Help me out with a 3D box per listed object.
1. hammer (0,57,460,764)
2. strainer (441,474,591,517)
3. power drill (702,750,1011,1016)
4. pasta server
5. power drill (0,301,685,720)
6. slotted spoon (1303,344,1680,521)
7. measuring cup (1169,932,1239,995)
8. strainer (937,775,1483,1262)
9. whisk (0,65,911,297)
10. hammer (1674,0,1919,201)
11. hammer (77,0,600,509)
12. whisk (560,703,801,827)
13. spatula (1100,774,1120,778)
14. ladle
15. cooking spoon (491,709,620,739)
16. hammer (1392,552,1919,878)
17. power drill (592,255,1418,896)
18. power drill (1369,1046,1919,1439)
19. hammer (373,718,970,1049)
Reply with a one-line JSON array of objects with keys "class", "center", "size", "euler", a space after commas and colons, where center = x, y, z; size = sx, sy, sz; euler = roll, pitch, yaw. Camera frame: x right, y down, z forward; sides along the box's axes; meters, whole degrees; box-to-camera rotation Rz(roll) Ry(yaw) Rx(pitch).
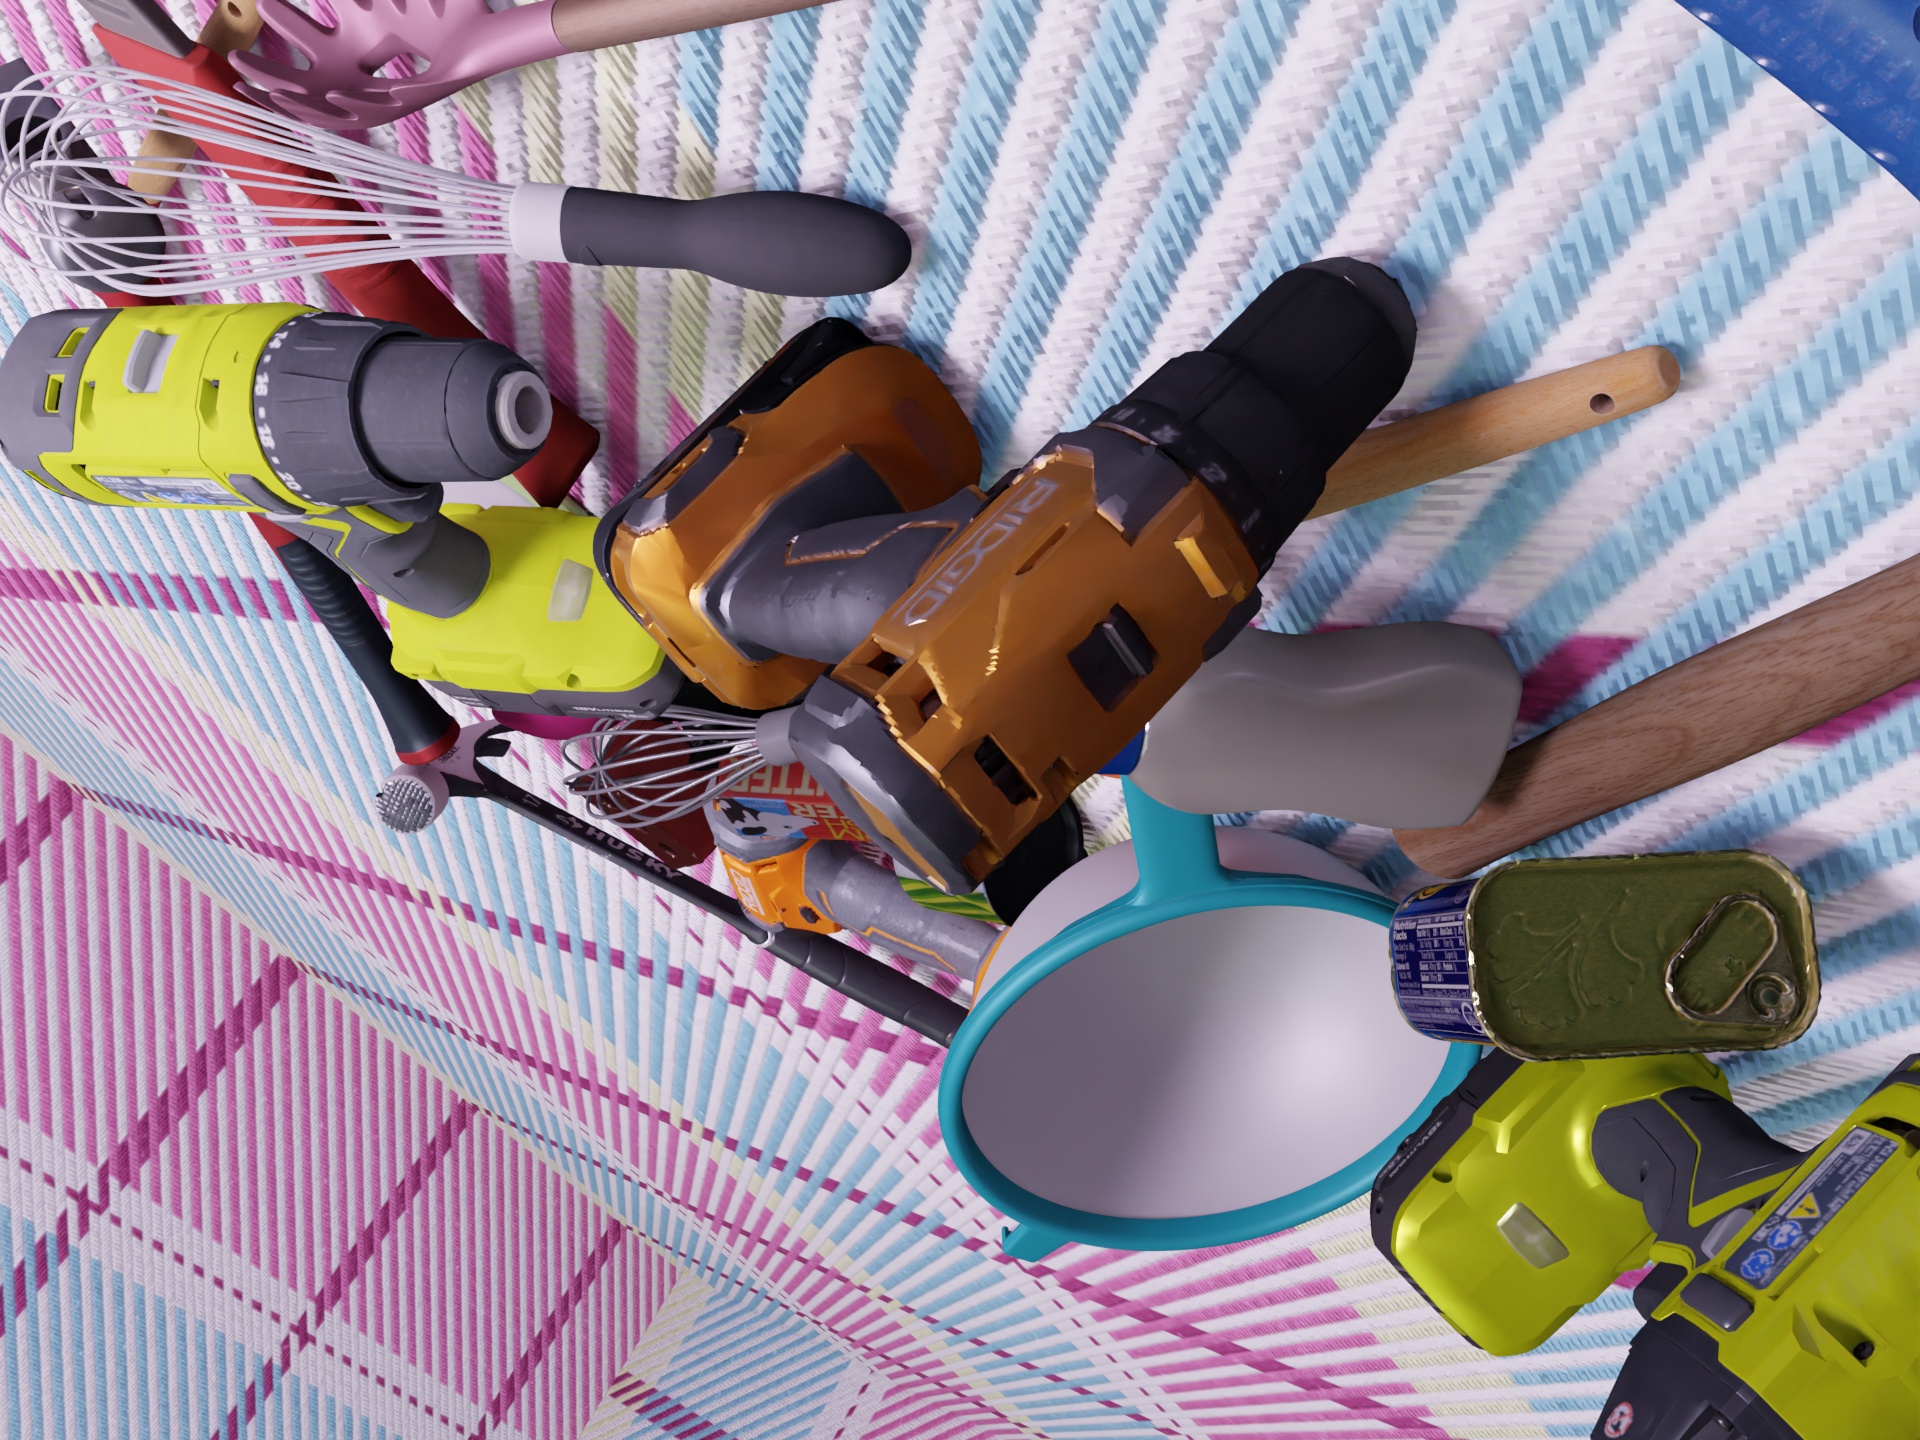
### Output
[{"class": "hammer", "center": [-0.322, -0.108, 0.731], "size": [0.143, 0.038, 0.385], "euler": [45, 160, 30]}, {"class": "strainer", "center": [-0.192, -0.058, 0.738], "size": [0.256, 0.069, 0.151], "euler": [11, 146, 41]}, {"class": "power drill", "center": [-0.026, 0.115, 0.839], "size": [0.226, 0.084, 0.164], "euler": [28, 155, 19]}, {"class": "pasta server", "center": [-0.092, -0.197, 0.429], "size": [0.316, 0.060, 0.040], "euler": [8, 163, 36]}, {"class": "power drill", "center": [-0.185, -0.072, 0.566], "size": [0.190, 0.080, 0.228], "euler": [5, 164, 22]}, {"class": "slotted spoon", "center": [0.070, -0.062, 0.490], "size": [0.070, 0.031, 0.314], "euler": [50, 148, -20]}, {"class": "measuring cup", "center": [0.121, 0.131, 0.759], "size": [0.062, 0.029, 0.156], "euler": [14, 150, 33]}, {"class": "strainer", "center": [0.079, 0.065, 0.601], "size": [0.211, 0.095, 0.340], "euler": [-13, 127, 2]}, {"class": "whisk", "center": [-0.156, -0.152, 0.479], "size": [0.284, 0.070, 0.070], "euler": [6, 150, 3]}, {"class": "hammer", "center": [0.024, -0.214, 0.273], "size": [0.405, 0.035, 0.144], "euler": [35, 153, -3]}, {"class": "hammer", "center": [-0.262, -0.208, 0.566], "size": [0.149, 0.037, 0.358], "euler": [1, 144, 40]}, {"class": "whisk", "center": [-0.076, 0.005, 0.648], "size": [0.239, 0.055, 0.055], "euler": [-13, 131, 34]}, {"class": "spatula", "center": [-0.001, -0.002, 0.676], "size": [0.081, 0.041, 0.323], "euler": [45, 156, -26]}, {"class": "ladle", "center": [-0.327, -0.229, 0.654], "size": [0.069, 0.031, 0.315], "euler": [48, 149, -22]}, {"class": "cooking spoon", "center": [-0.167, -0.018, 0.821], "size": [0.068, 0.017, 0.319], "euler": [17, 161, -32]}, {"class": "hammer", "center": [0.215, -0.011, 0.407], "size": [0.130, 0.031, 0.331], "euler": [35, 154, -3]}, {"class": "power drill", "center": [0.003, -0.061, 0.446], "size": [0.084, 0.185, 0.226], "euler": [50, 168, -30]}, {"class": "power drill", "center": [0.216, 0.165, 0.493], "size": [0.080, 0.171, 0.223], "euler": [46, 176, 0]}, {"class": "hammer", "center": [-0.137, 0.113, 0.955], "size": [0.409, 0.036, 0.149], "euler": [29, -163, -6]}]
